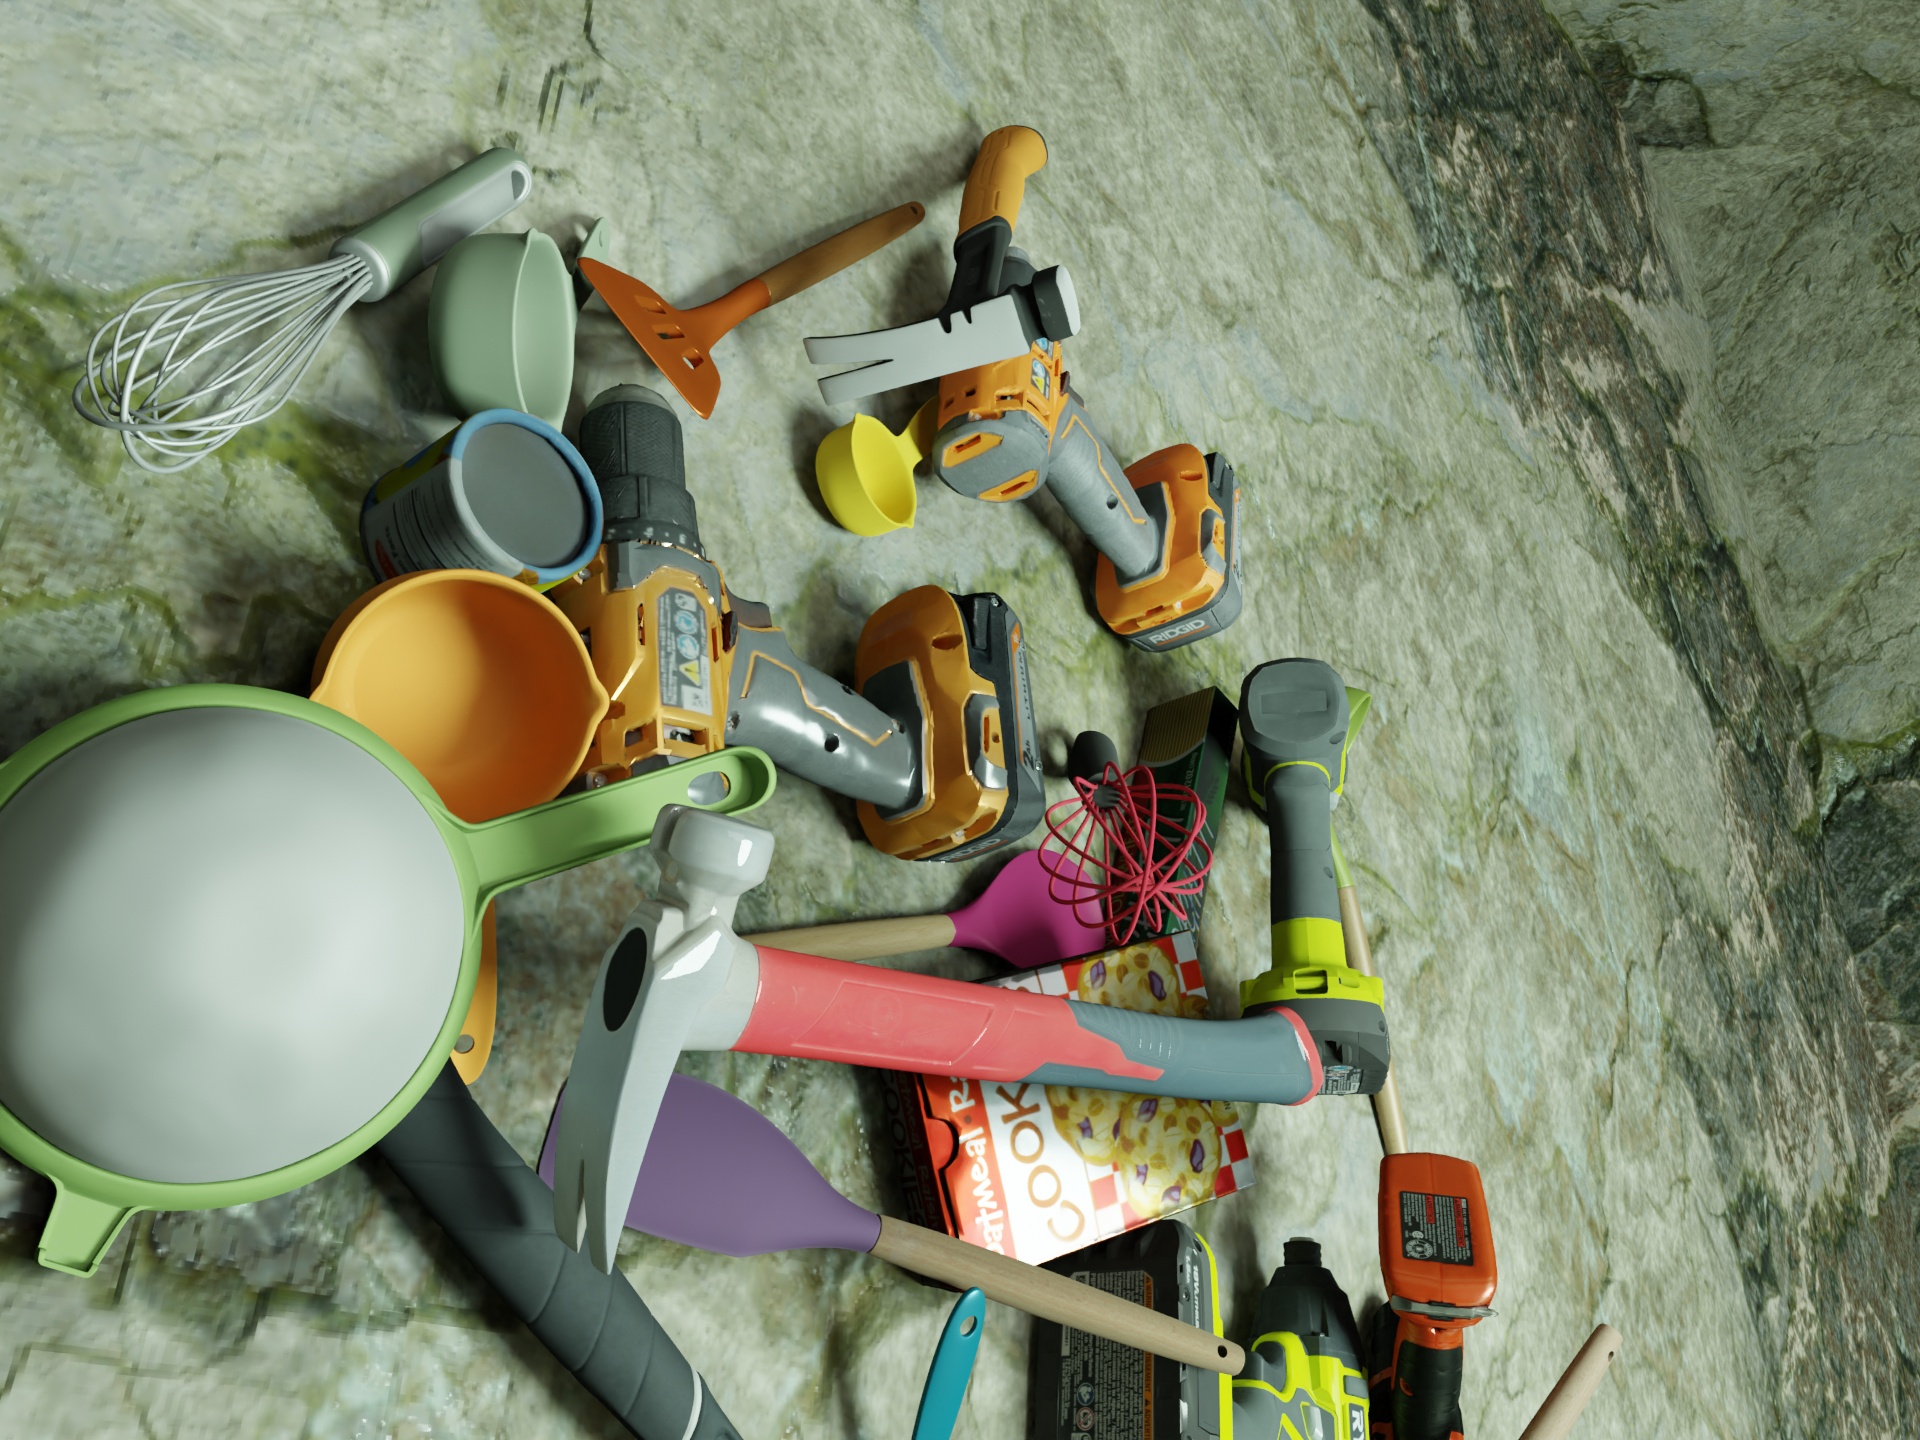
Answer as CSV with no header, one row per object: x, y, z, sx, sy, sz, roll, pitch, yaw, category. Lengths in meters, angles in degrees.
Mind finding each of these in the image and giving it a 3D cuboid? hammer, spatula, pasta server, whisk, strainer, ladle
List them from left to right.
-0.220,-0.159,0.571,0.246,0.059,0.057,-64,162,-49,whisk
-0.157,0.047,0.467,0.256,0.069,0.151,-17,92,-33,strainer
-0.088,0.253,0.538,0.149,0.036,0.408,-42,104,-30,hammer
-0.081,-0.218,0.771,0.081,0.041,0.323,51,36,-9,spatula
-0.013,0.206,0.622,0.315,0.018,0.060,27,53,-21,spatula
0.006,-0.261,0.855,0.337,0.127,0.034,-80,153,-56,hammer
0.023,0.138,0.618,0.386,0.038,0.143,19,86,-44,hammer
0.068,0.040,0.742,0.296,0.073,0.073,-86,150,-81,whisk
0.272,0.135,1.056,0.078,0.062,0.320,15,63,-69,ladle
0.227,0.413,0.765,0.316,0.040,0.060,-43,125,-24,pasta server

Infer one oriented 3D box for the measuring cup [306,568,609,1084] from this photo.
-0.174,0.034,0.541,0.095,0.052,0.173,-2,100,-29,measuring cup

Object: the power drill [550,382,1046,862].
-0.071,-0.033,0.679,0.226,0.084,0.185,13,62,-44,power drill

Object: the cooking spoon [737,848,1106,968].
-0.025,0.097,0.724,0.318,0.017,0.069,2,71,-52,cooking spoon

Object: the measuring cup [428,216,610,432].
-0.174,-0.172,0.641,0.168,0.038,0.083,-88,180,-55,measuring cup

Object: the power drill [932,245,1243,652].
0.073,-0.157,0.905,0.226,0.084,0.164,37,46,-39,power drill

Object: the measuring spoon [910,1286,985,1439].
-0.006,0.281,0.608,0.042,0.021,0.128,12,95,-40,measuring spoon

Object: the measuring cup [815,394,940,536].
-0.035,-0.139,0.822,0.062,0.029,0.157,63,25,-17,measuring cup

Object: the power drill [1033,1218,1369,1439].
0.131,0.324,0.774,0.223,0.080,0.171,35,49,-43,power drill

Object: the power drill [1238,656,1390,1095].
0.200,0.099,0.932,0.190,0.080,0.229,63,26,-65,power drill
